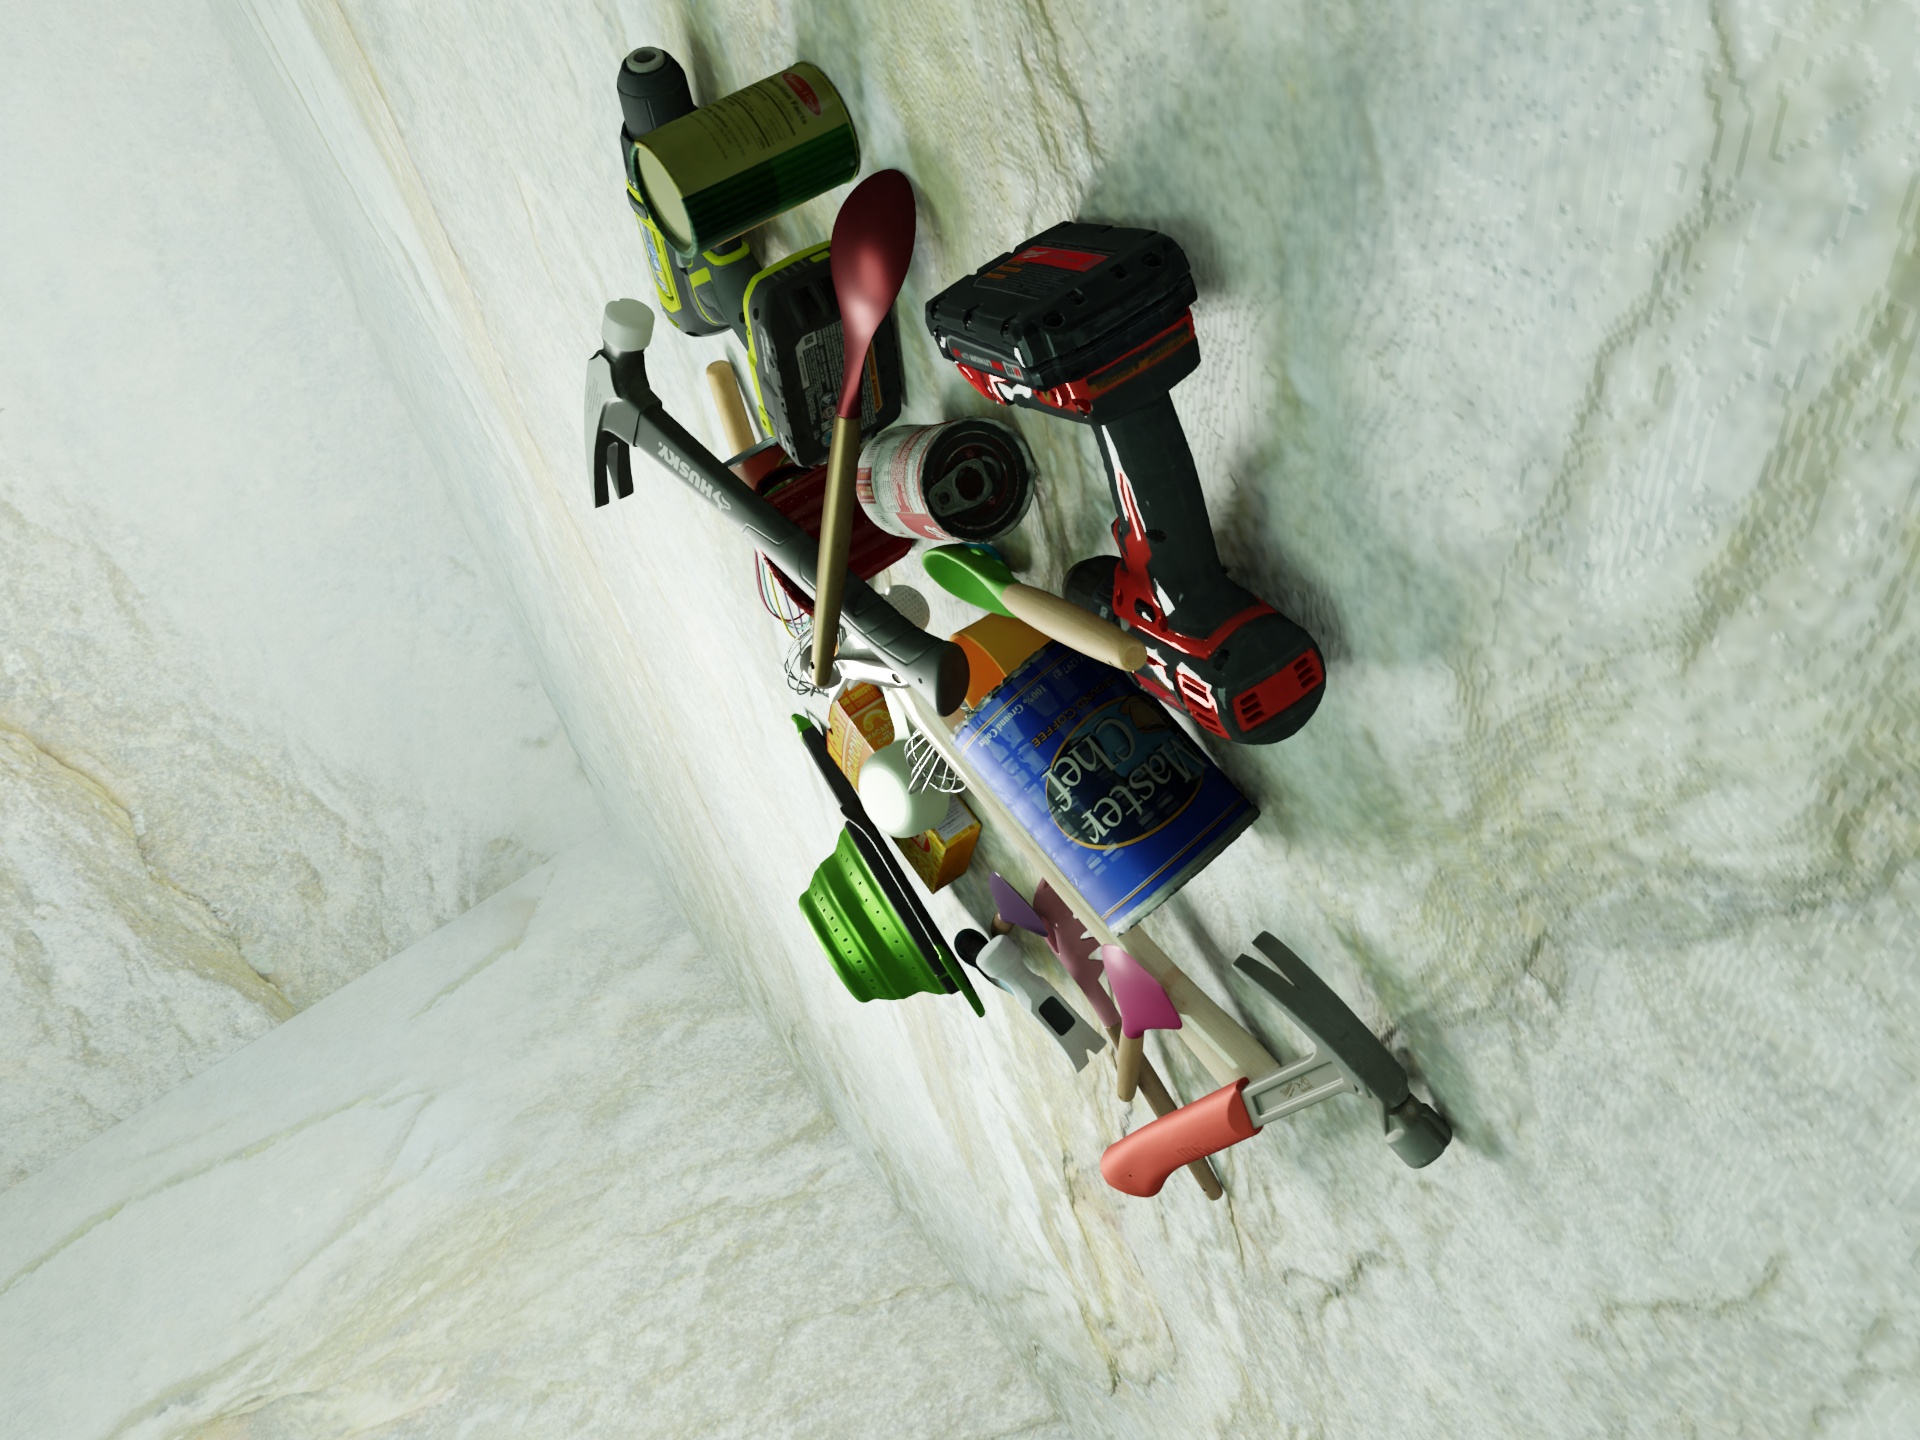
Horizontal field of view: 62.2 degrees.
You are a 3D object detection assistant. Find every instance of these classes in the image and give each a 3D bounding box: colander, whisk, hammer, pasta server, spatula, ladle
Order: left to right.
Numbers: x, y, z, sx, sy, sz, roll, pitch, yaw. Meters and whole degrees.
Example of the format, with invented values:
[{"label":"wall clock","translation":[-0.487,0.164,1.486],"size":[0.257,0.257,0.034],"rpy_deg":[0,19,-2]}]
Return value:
[{"label":"whisk","translation":[-0.157,-0.171,1.266],"size":[0.051,0.047,0.244],"rpy_deg":[25,139,45]},{"label":"hammer","translation":[-0.122,-0.116,1.007],"size":[0.335,0.035,0.146],"rpy_deg":[41,136,18]},{"label":"whisk","translation":[-0.099,-0.083,1.228],"size":[0.055,0.055,0.238],"rpy_deg":[53,152,15]},{"label":"colander","translation":[-0.110,0.132,1.447],"size":[0.398,0.094,0.204],"rpy_deg":[55,175,46]},{"label":"ladle","translation":[-0.065,-0.150,0.895],"size":[0.069,0.031,0.315],"rpy_deg":[49,141,42]},{"label":"whisk","translation":[-0.002,-0.004,1.124],"size":[0.058,0.059,0.246],"rpy_deg":[42,155,9]},{"label":"hammer","translation":[0.039,0.209,1.298],"size":[0.128,0.033,0.331],"rpy_deg":[47,173,-7]},{"label":"spatula","translation":[0.038,0.155,1.241],"size":[0.060,0.018,0.315],"rpy_deg":[46,171,7]},{"label":"hammer","translation":[0.062,0.096,1.061],"size":[0.411,0.038,0.146],"rpy_deg":[50,152,5]},{"label":"pasta server","translation":[0.134,0.245,1.216],"size":[0.316,0.040,0.060],"rpy_deg":[60,162,-19]},{"label":"hammer","translation":[0.161,0.246,1.011],"size":[0.149,0.037,0.359],"rpy_deg":[47,151,7]}]

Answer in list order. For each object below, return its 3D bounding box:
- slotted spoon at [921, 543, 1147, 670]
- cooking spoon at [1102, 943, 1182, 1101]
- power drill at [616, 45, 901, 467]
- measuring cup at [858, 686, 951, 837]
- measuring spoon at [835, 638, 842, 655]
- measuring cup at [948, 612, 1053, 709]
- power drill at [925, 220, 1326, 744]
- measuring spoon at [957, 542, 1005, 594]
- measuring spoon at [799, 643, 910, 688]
[{"label":"slotted spoon","translation":[0.037,-0.057,0.795],"size":[0.070,0.031,0.314],"rpy_deg":[32,-177,-17]},{"label":"cooking spoon","translation":[0.117,0.218,1.086],"size":[0.069,0.017,0.318],"rpy_deg":[42,164,21]},{"label":"power drill","translation":[-0.133,-0.280,0.963],"size":[0.229,0.080,0.190],"rpy_deg":[50,162,31]},{"label":"measuring cup","translation":[-0.058,0.014,1.254],"size":[0.083,0.038,0.167],"rpy_deg":[2,110,46]},{"label":"measuring spoon","translation":[-0.118,-0.055,1.392],"size":[0.021,0.011,0.117],"rpy_deg":[57,162,1]},{"label":"measuring cup","translation":[0.057,0.008,0.981],"size":[0.173,0.052,0.095],"rpy_deg":[61,162,-15]},{"label":"power drill","translation":[0.070,-0.105,0.726],"size":[0.226,0.080,0.188],"rpy_deg":[63,169,-28]},{"label":"measuring spoon","translation":[0.005,-0.099,1.006],"size":[0.042,0.021,0.129],"rpy_deg":[62,171,-14]},{"label":"measuring spoon","translation":[-0.072,-0.030,1.053],"size":[0.124,0.018,0.034],"rpy_deg":[9,131,52]}]
